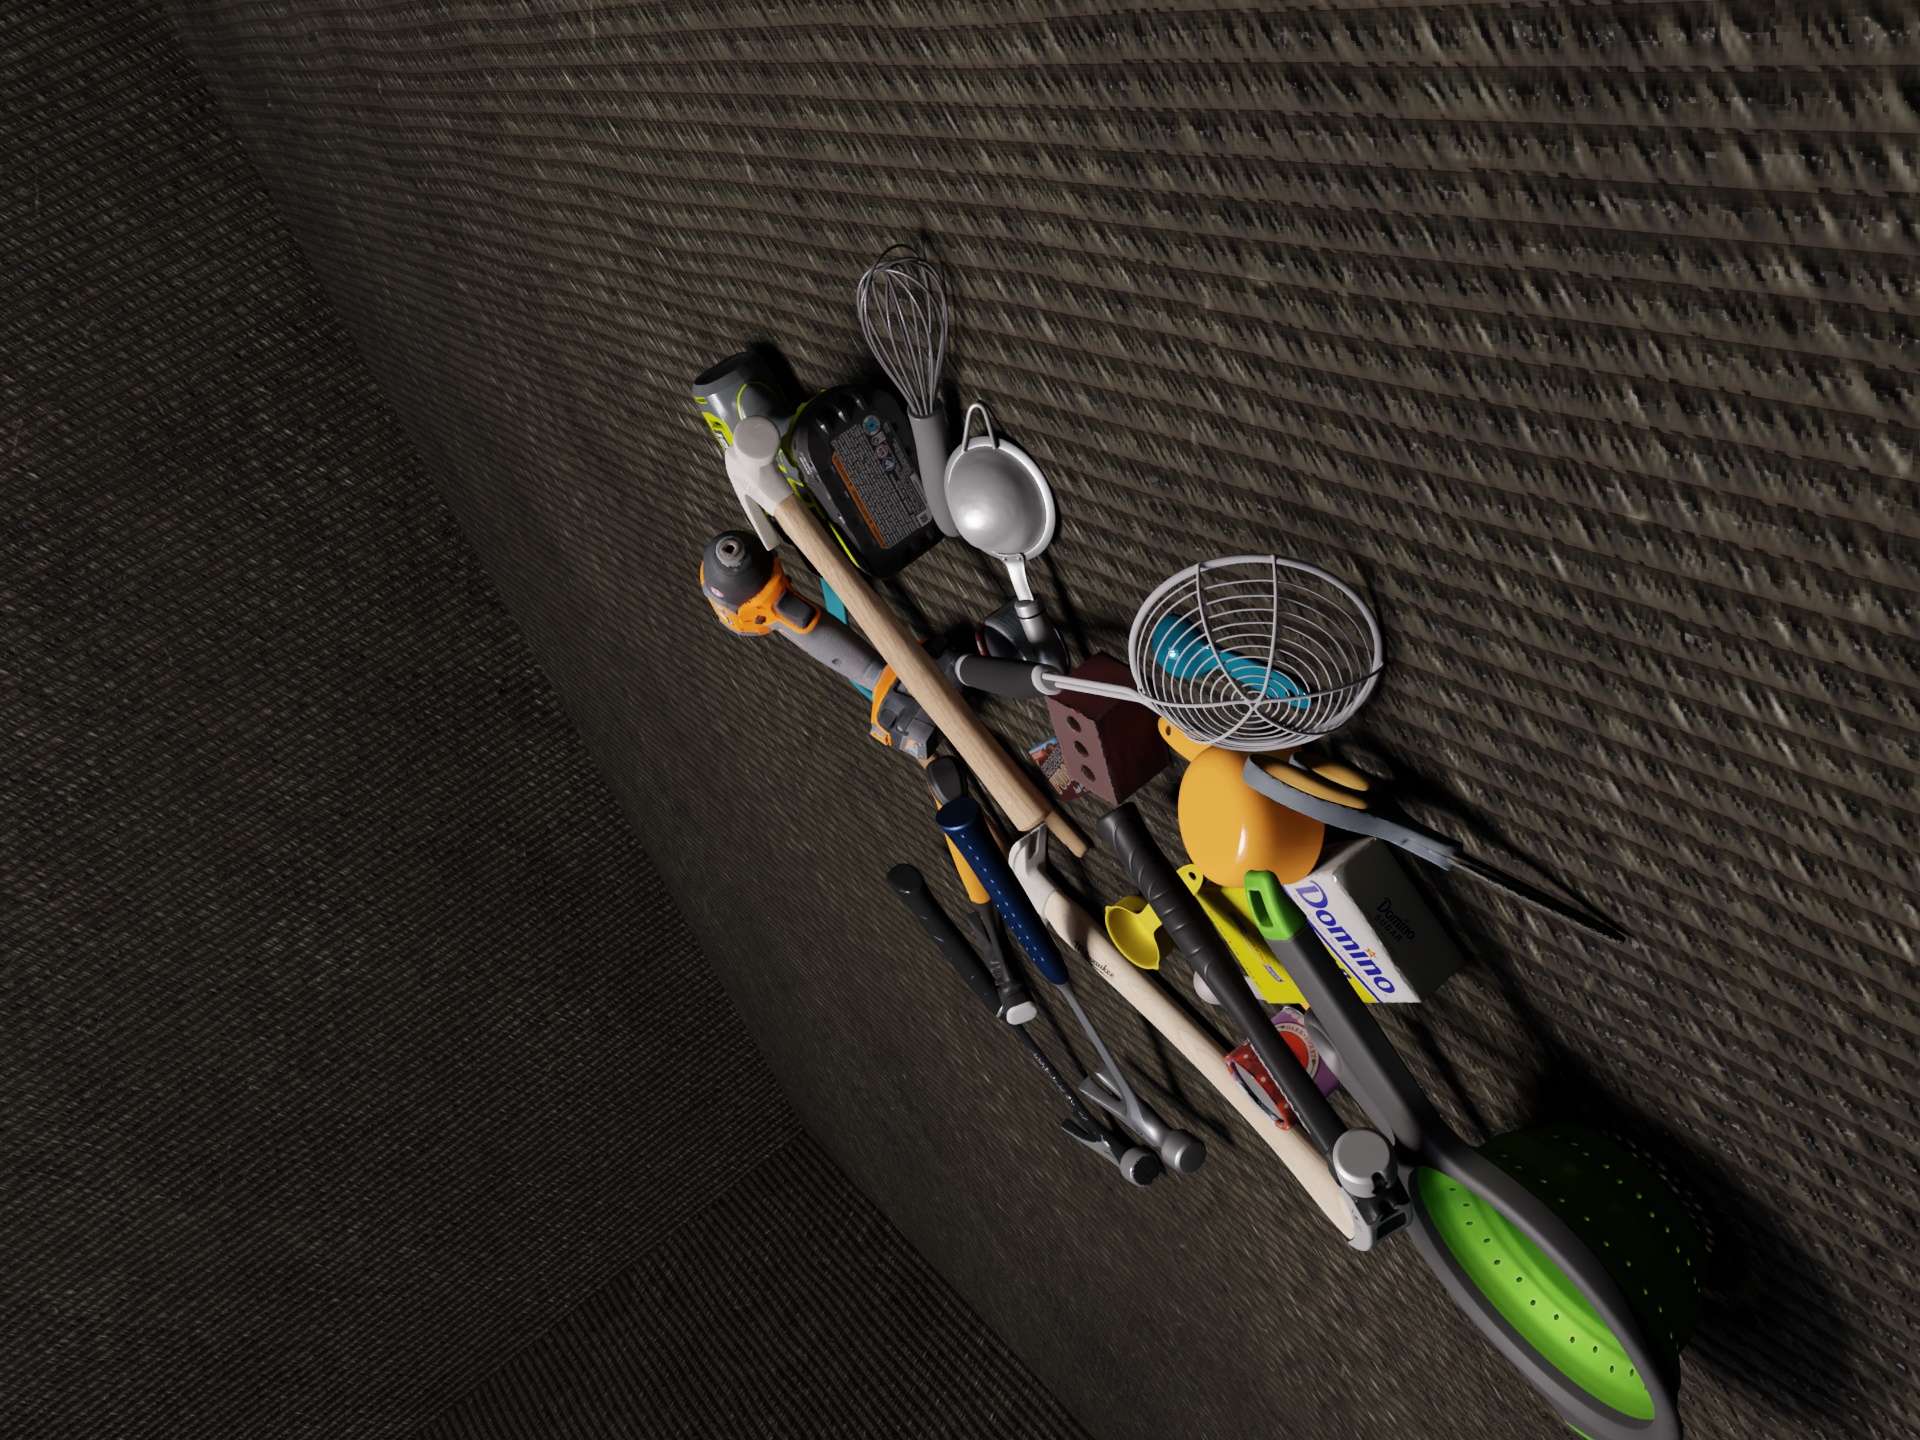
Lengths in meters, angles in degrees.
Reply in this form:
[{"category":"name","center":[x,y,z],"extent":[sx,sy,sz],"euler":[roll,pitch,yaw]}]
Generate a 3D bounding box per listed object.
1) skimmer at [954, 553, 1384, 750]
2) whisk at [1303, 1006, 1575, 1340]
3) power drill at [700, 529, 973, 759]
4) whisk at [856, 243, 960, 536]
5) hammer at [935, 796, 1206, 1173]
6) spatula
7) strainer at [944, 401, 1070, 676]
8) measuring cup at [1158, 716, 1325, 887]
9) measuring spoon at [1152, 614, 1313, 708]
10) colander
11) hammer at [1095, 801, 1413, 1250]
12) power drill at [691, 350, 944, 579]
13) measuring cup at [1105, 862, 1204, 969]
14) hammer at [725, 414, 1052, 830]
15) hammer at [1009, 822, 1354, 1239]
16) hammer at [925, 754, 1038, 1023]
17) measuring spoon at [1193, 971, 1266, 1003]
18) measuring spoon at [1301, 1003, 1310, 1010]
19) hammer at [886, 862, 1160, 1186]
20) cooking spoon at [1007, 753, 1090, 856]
[{"category":"skimmer","center":[0.096,-0.043,0.934],"extent":[0.127,0.090,0.363],"euler":[39,169,-22]},{"category":"whisk","center":[0.305,0.293,0.996],"extent":[0.295,0.073,0.073],"euler":[53,161,-7]},{"category":"power drill","center":[-0.102,-0.067,1.230],"extent":[0.226,0.084,0.164],"euler":[33,171,5]},{"category":"whisk","center":[-0.022,-0.201,1.014],"extent":[0.055,0.055,0.238],"euler":[42,161,32]},{"category":"hammer","center":[0.082,0.220,1.335],"extent":[0.144,0.035,0.405],"euler":[26,152,55]},{"category":"spatula","center":[-0.034,0.007,1.380],"extent":[0.317,0.044,0.082],"euler":[52,171,-16]},{"category":"strainer","center":[0.043,-0.081,1.040],"extent":[0.087,0.050,0.258],"euler":[3,128,41]},{"category":"measuring cup","center":[0.147,0.037,0.959],"extent":[0.174,0.052,0.095],"euler":[44,132,54]},{"category":"measuring spoon","center":[0.152,-0.027,0.920],"extent":[0.129,0.021,0.042],"euler":[31,149,51]},{"category":"colander","center":[0.297,0.227,0.881],"extent":[0.397,0.094,0.204],"euler":[56,166,-4]},{"category":"hammer","center":[0.171,0.172,0.977],"extent":[0.335,0.035,0.146],"euler":[58,176,42]},{"category":"power drill","center":[-0.102,-0.177,1.187],"extent":[0.229,0.080,0.190],"euler":[25,149,58]},{"category":"measuring cup","center":[0.156,0.137,1.191],"extent":[0.062,0.029,0.156],"euler":[50,148,13]},{"category":"hammer","center":[-0.050,-0.059,1.095],"extent":[0.331,0.031,0.130],"euler":[51,167,-1]},{"category":"hammer","center":[0.182,0.249,1.281],"extent":[0.411,0.038,0.146],"euler":[44,156,27]},{"category":"hammer","center":[0.013,0.135,1.391],"extent":[0.336,0.034,0.127],"euler":[74,174,-51]},{"category":"measuring spoon","center":[0.205,0.200,1.172],"extent":[0.034,0.018,0.124],"euler":[58,159,-7]},{"category":"measuring spoon","center":[0.248,0.200,1.092],"extent":[0.117,0.011,0.021],"euler":[50,171,23]},{"category":"hammer","center":[0.053,0.302,1.600],"extent":[0.408,0.036,0.149],"euler":[54,163,-18]},{"category":"cooking spoon","center":[-0.002,-0.004,1.319],"extent":[0.319,0.017,0.068],"euler":[47,170,21]}]
